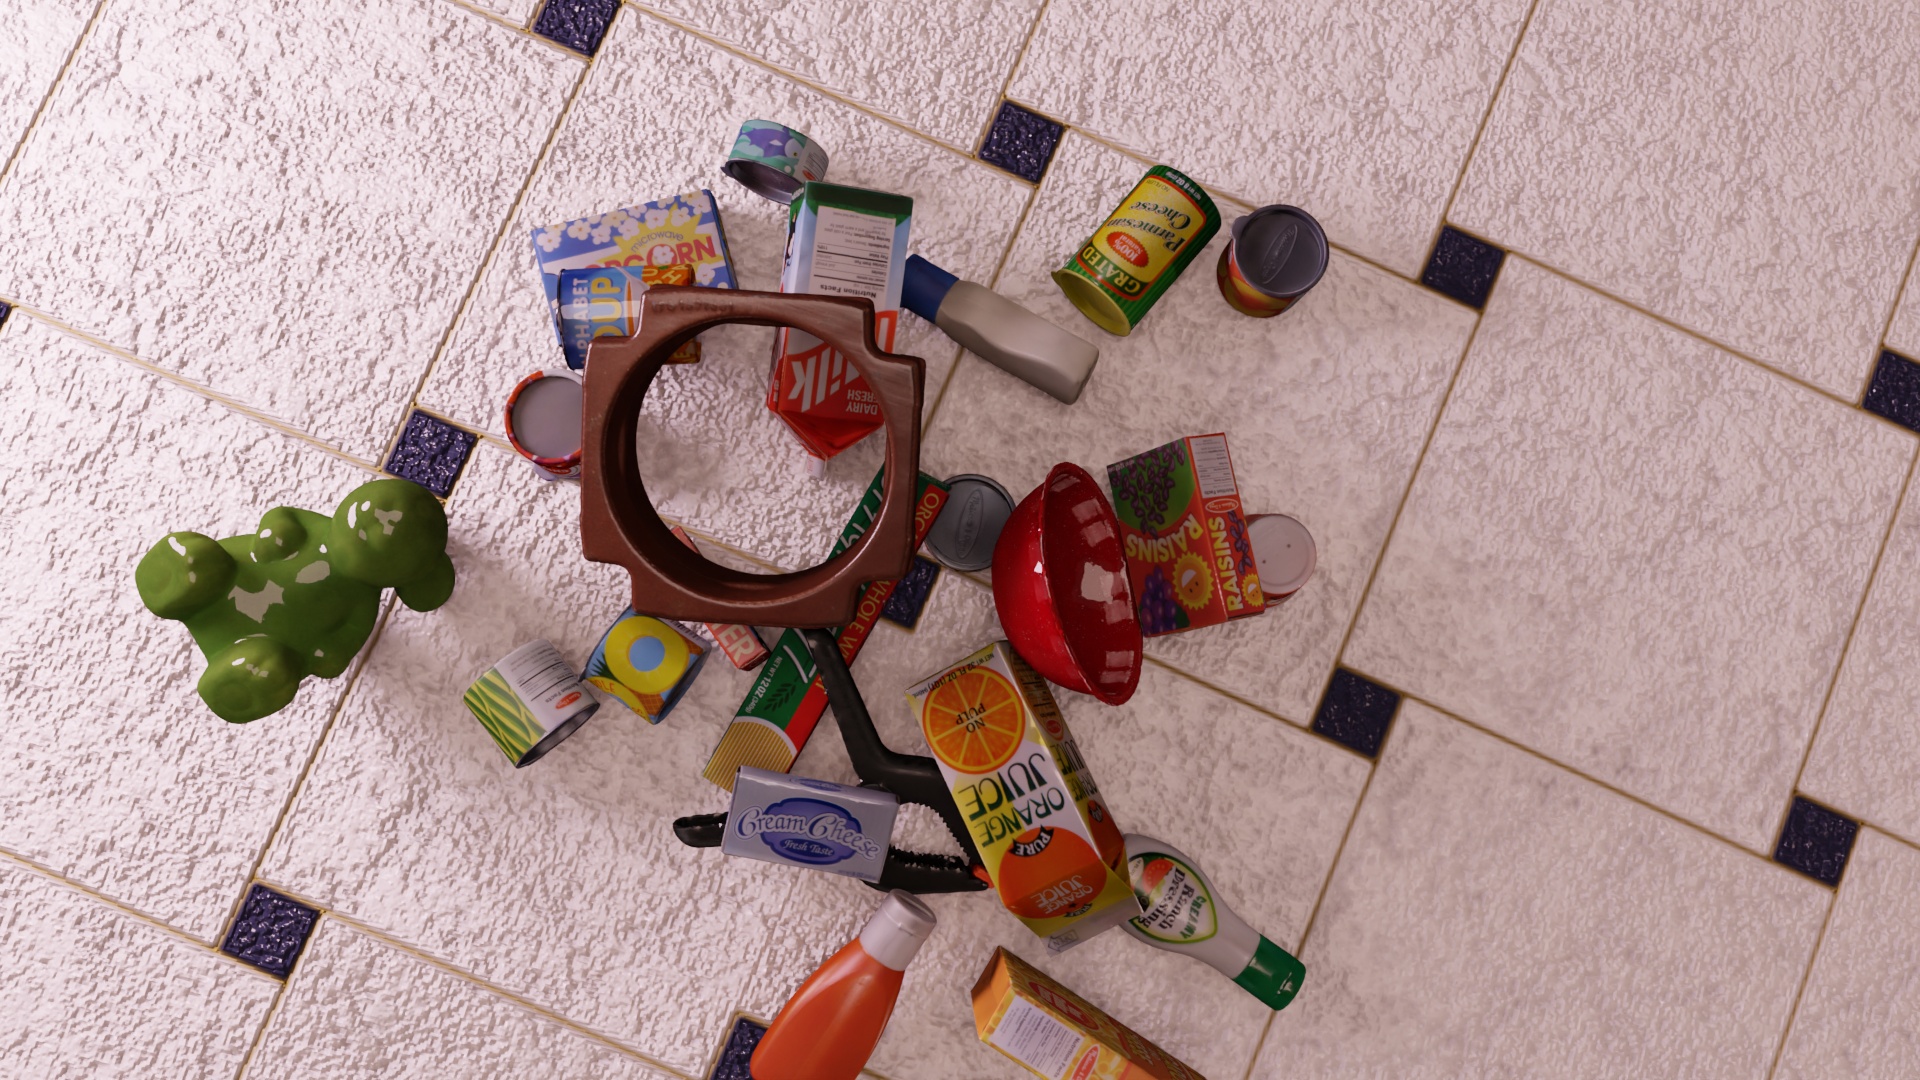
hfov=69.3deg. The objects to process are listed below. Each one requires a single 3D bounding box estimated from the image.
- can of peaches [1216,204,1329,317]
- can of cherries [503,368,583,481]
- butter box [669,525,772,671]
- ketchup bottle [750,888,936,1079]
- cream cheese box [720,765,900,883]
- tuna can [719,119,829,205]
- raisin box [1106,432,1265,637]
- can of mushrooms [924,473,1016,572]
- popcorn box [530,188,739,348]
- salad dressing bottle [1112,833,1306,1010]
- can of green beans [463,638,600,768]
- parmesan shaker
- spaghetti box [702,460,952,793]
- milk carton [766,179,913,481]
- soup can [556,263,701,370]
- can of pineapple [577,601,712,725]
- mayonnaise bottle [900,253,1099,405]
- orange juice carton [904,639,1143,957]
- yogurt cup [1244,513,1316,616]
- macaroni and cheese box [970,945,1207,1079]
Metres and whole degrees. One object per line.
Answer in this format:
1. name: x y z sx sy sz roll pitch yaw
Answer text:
1. can of peaches: 0.215 -0.196 0.972 0.071 0.058 0.071 0 84 -2
2. can of cherries: -0.269 -0.076 0.937 0.071 0.058 0.071 0 83 -3
3. butter box: -0.166 0.040 0.930 0.024 0.053 0.103 -36 86 -7
4. ketchup bottle: -0.071 0.295 0.894 0.065 0.043 0.148 34 94 -7
5. cream cheese box: -0.094 0.178 0.872 0.104 0.024 0.053 12 95 -7
6. tuna can: -0.129 -0.262 0.962 0.071 0.071 0.033 20 82 0
7. raisin box: 0.150 -0.002 0.931 0.040 0.086 0.123 -7 82 -35
8. can of mushrooms: 0.003 -0.012 0.953 0.071 0.033 0.071 0 84 -2
9. popcorn box: -0.222 -0.185 0.963 0.127 0.038 0.085 -15 85 -4
10. salad dressing bottle: 0.159 0.254 0.922 0.148 0.044 0.064 35 81 2
11. can of green beans: -0.281 0.106 0.910 0.071 0.071 0.058 -40 86 -6
12. parmesan shaker: 0.122 -0.203 0.966 0.071 0.071 0.103 40 83 3
13. spaghetti box: -0.088 0.061 0.923 0.050 0.029 0.250 30 92 1
14. milk carton: -0.085 -0.136 0.928 0.073 0.072 0.190 6 95 -15
15. soup can: -0.214 -0.145 0.903 0.084 0.071 0.071 -4 84 -5
16. can of pineapple: -0.207 0.081 0.916 0.058 0.071 0.071 34 83 2
17. mayonnaise bottle: 0.023 -0.147 0.958 0.148 0.064 0.041 30 81 5
18. orange juice carton: 0.044 0.165 0.894 0.071 0.073 0.193 -29 78 15
19. yogurt cup: 0.209 0.012 0.949 0.072 0.054 0.072 0 82 -2
20. macaroni and cheese box: 0.088 0.325 0.870 0.166 0.123 0.040 32 85 1
